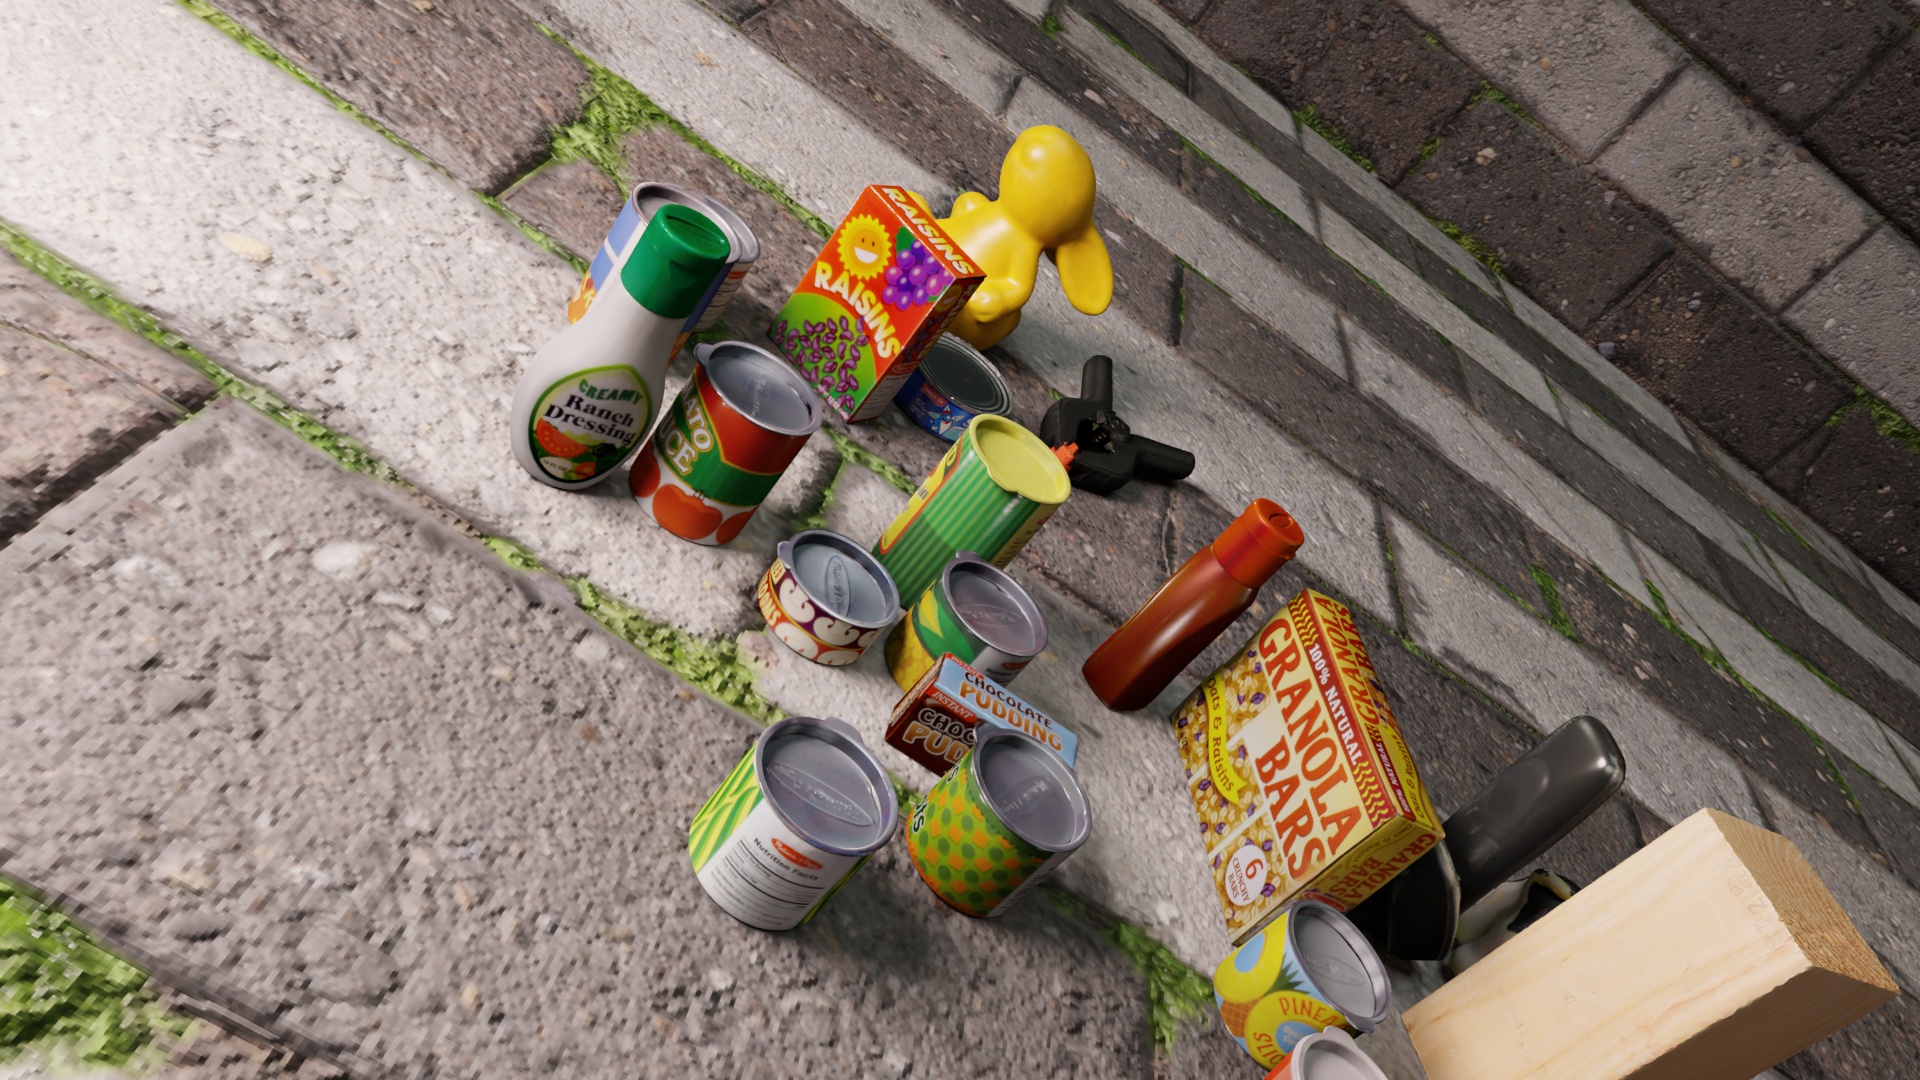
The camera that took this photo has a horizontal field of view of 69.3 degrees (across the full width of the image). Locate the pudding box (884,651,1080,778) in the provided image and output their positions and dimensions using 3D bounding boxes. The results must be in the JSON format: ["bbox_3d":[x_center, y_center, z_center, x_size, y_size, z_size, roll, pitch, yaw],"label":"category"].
[{"bbox_3d":[0.011,0.097,0.684,0.083,0.049,0.030,35,30,-10],"label":"pudding box"}]

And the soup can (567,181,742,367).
[{"bbox_3d":[-0.169,-0.146,0.770,0.071,0.083,0.072,29,32,-20],"label":"soup can"}]

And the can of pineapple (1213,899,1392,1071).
[{"bbox_3d":[0.168,0.222,0.686,0.071,0.057,0.071,29,32,-20],"label":"can of pineapple"}]

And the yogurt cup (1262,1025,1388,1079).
[{"bbox_3d":[0.159,0.265,0.623,0.072,0.053,0.073,29,32,-20],"label":"yogurt cup"}]

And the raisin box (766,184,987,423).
[{"bbox_3d":[-0.053,-0.146,0.861,0.086,0.123,0.040,49,31,15],"label":"raisin box"}]

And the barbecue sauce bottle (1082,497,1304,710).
[{"bbox_3d":[0.136,0.038,0.804,0.065,0.148,0.044,-9,56,-53],"label":"barbecue sauce bottle"}]

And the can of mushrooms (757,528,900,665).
[{"bbox_3d":[-0.069,0.028,0.703,0.071,0.033,0.071,29,32,-20],"label":"can of mushrooms"}]

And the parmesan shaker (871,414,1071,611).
[{"bbox_3d":[0.003,-0.010,0.763,0.071,0.102,0.072,29,32,-20],"label":"parmesan shaker"}]

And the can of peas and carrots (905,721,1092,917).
[{"bbox_3d":[0.015,0.128,0.638,0.071,0.058,0.071,29,32,-20],"label":"can of peas and carrots"}]

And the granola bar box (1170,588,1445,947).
[{"bbox_3d":[0.183,0.125,0.765,0.039,0.123,0.166,25,33,-25],"label":"granola bar box"}]

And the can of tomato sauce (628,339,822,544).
[{"bbox_3d":[-0.120,-0.049,0.697,0.071,0.082,0.071,29,32,-20],"label":"can of tomato sauce"}]

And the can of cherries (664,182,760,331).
[{"bbox_3d":[-0.164,-0.169,0.833,0.071,0.058,0.072,29,32,-20],"label":"can of cherries"}]

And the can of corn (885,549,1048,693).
[{"bbox_3d":[0.001,0.050,0.727,0.071,0.058,0.071,29,32,-20],"label":"can of corn"}]

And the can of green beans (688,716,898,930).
[{"bbox_3d":[-0.068,0.115,0.563,0.071,0.057,0.071,29,32,-20],"label":"can of green beans"}]

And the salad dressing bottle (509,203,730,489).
[{"bbox_3d":[-0.157,-0.088,0.643,0.064,0.147,0.044,19,36,-33],"label":"salad dressing bottle"}]
